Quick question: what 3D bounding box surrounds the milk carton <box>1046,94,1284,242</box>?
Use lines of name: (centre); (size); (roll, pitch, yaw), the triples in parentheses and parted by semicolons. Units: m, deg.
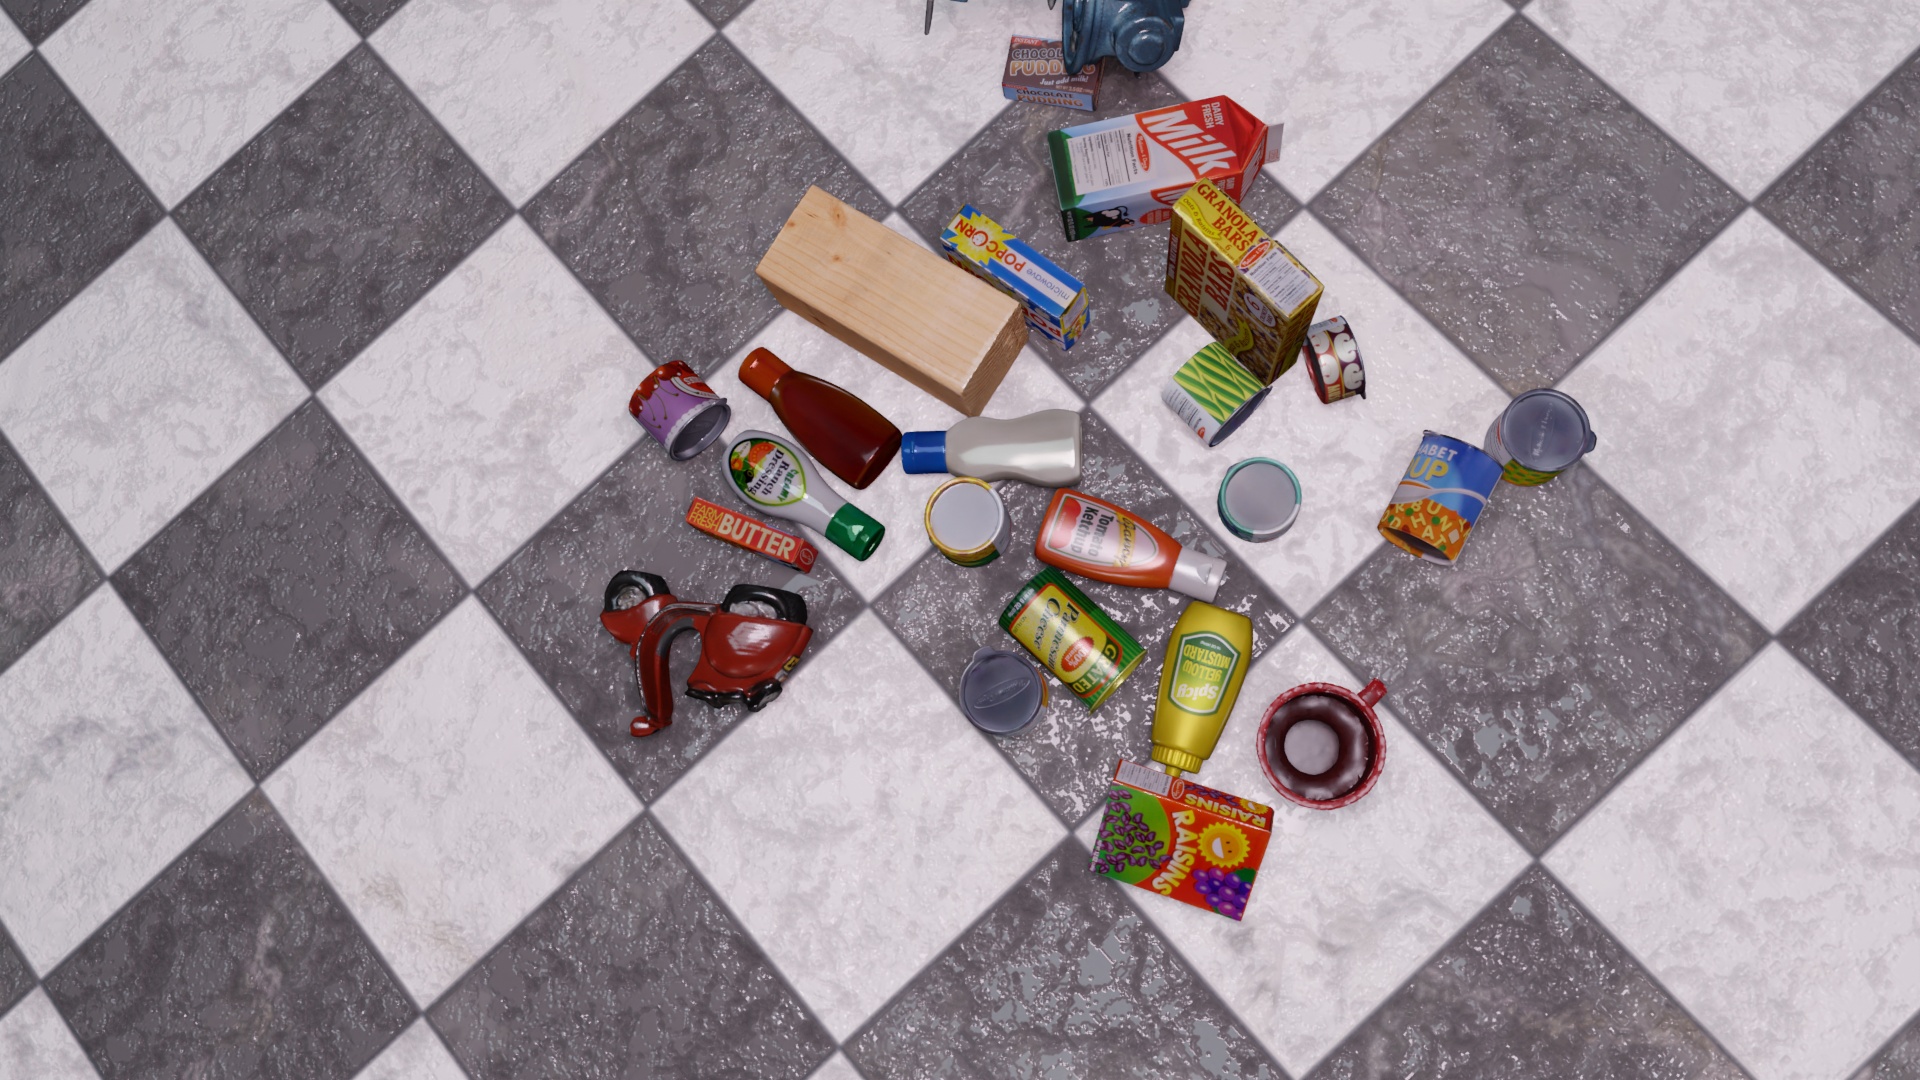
milk carton: (0.174, -0.314, 1.164); (0.190, 0.072, 0.073); (-11, 78, 7)

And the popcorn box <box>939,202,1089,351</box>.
popcorn box: (0.047, -0.218, 1.155); (0.127, 0.085, 0.038); (37, 87, 12)

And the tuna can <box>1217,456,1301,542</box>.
tuna can: (0.240, -0.035, 1.120); (0.071, 0.033, 0.071); (-1, 80, 7)

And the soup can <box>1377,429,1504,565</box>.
soup can: (0.371, -0.033, 1.084); (0.071, 0.071, 0.084); (28, 85, 12)

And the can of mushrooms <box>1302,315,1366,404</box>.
can of mushrooms: (0.300, -0.142, 1.116); (0.033, 0.071, 0.071); (-17, 78, 5)

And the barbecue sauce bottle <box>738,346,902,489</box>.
barbecue sauce bottle: (-0.123, -0.109, 1.180); (0.149, 0.043, 0.065); (37, 86, 13)

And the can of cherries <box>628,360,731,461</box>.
can of cherries: (-0.238, -0.113, 1.184); (0.071, 0.071, 0.058); (-45, 76, -2)

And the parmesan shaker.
parmesan shaker: (0.087, 0.079, 1.103); (0.103, 0.071, 0.071); (42, 88, 13)

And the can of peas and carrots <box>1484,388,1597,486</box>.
can of peas and carrots: (0.452, -0.079, 1.086); (0.071, 0.058, 0.071); (-1, 80, 7)

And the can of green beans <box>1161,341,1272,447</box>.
can of green beans: (0.205, -0.119, 1.124); (0.071, 0.071, 0.058); (-43, 77, -1)

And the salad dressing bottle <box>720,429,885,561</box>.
salad dressing bottle: (-0.132, -0.037, 1.166); (0.148, 0.044, 0.064); (34, 88, 12)

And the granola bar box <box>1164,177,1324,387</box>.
granola bar box: (0.218, -0.198, 1.087); (0.039, 0.165, 0.124); (-42, 77, -3)

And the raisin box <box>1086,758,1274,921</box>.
raisin box: (0.168, 0.229, 1.060); (0.123, 0.040, 0.085); (17, 111, 11)

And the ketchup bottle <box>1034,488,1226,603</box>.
ketchup bottle: (0.138, 0.009, 1.121); (0.149, 0.043, 0.065); (20, 77, 10)

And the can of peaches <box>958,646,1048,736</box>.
can of peaches: (0.035, 0.121, 1.106); (0.071, 0.058, 0.071); (-2, 79, 8)

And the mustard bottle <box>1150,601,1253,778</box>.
mustard bottle: (0.183, 0.130, 1.088); (0.065, 0.048, 0.160); (15, 82, 14)

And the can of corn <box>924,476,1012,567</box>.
can of corn: (0.004, -0.014, 1.136); (0.071, 0.058, 0.071); (-1, 79, 8)

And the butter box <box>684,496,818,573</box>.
butter box: (-0.174, -0.004, 1.161); (0.103, 0.053, 0.024); (21, 81, 11)

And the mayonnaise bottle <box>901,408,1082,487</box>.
mayonnaise bottle: (0.026, -0.075, 1.154); (0.148, 0.041, 0.065); (-1, 78, 9)

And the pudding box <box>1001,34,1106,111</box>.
pudding box: (0.082, -0.410, 1.216); (0.084, 0.030, 0.050); (12, 80, 10)
